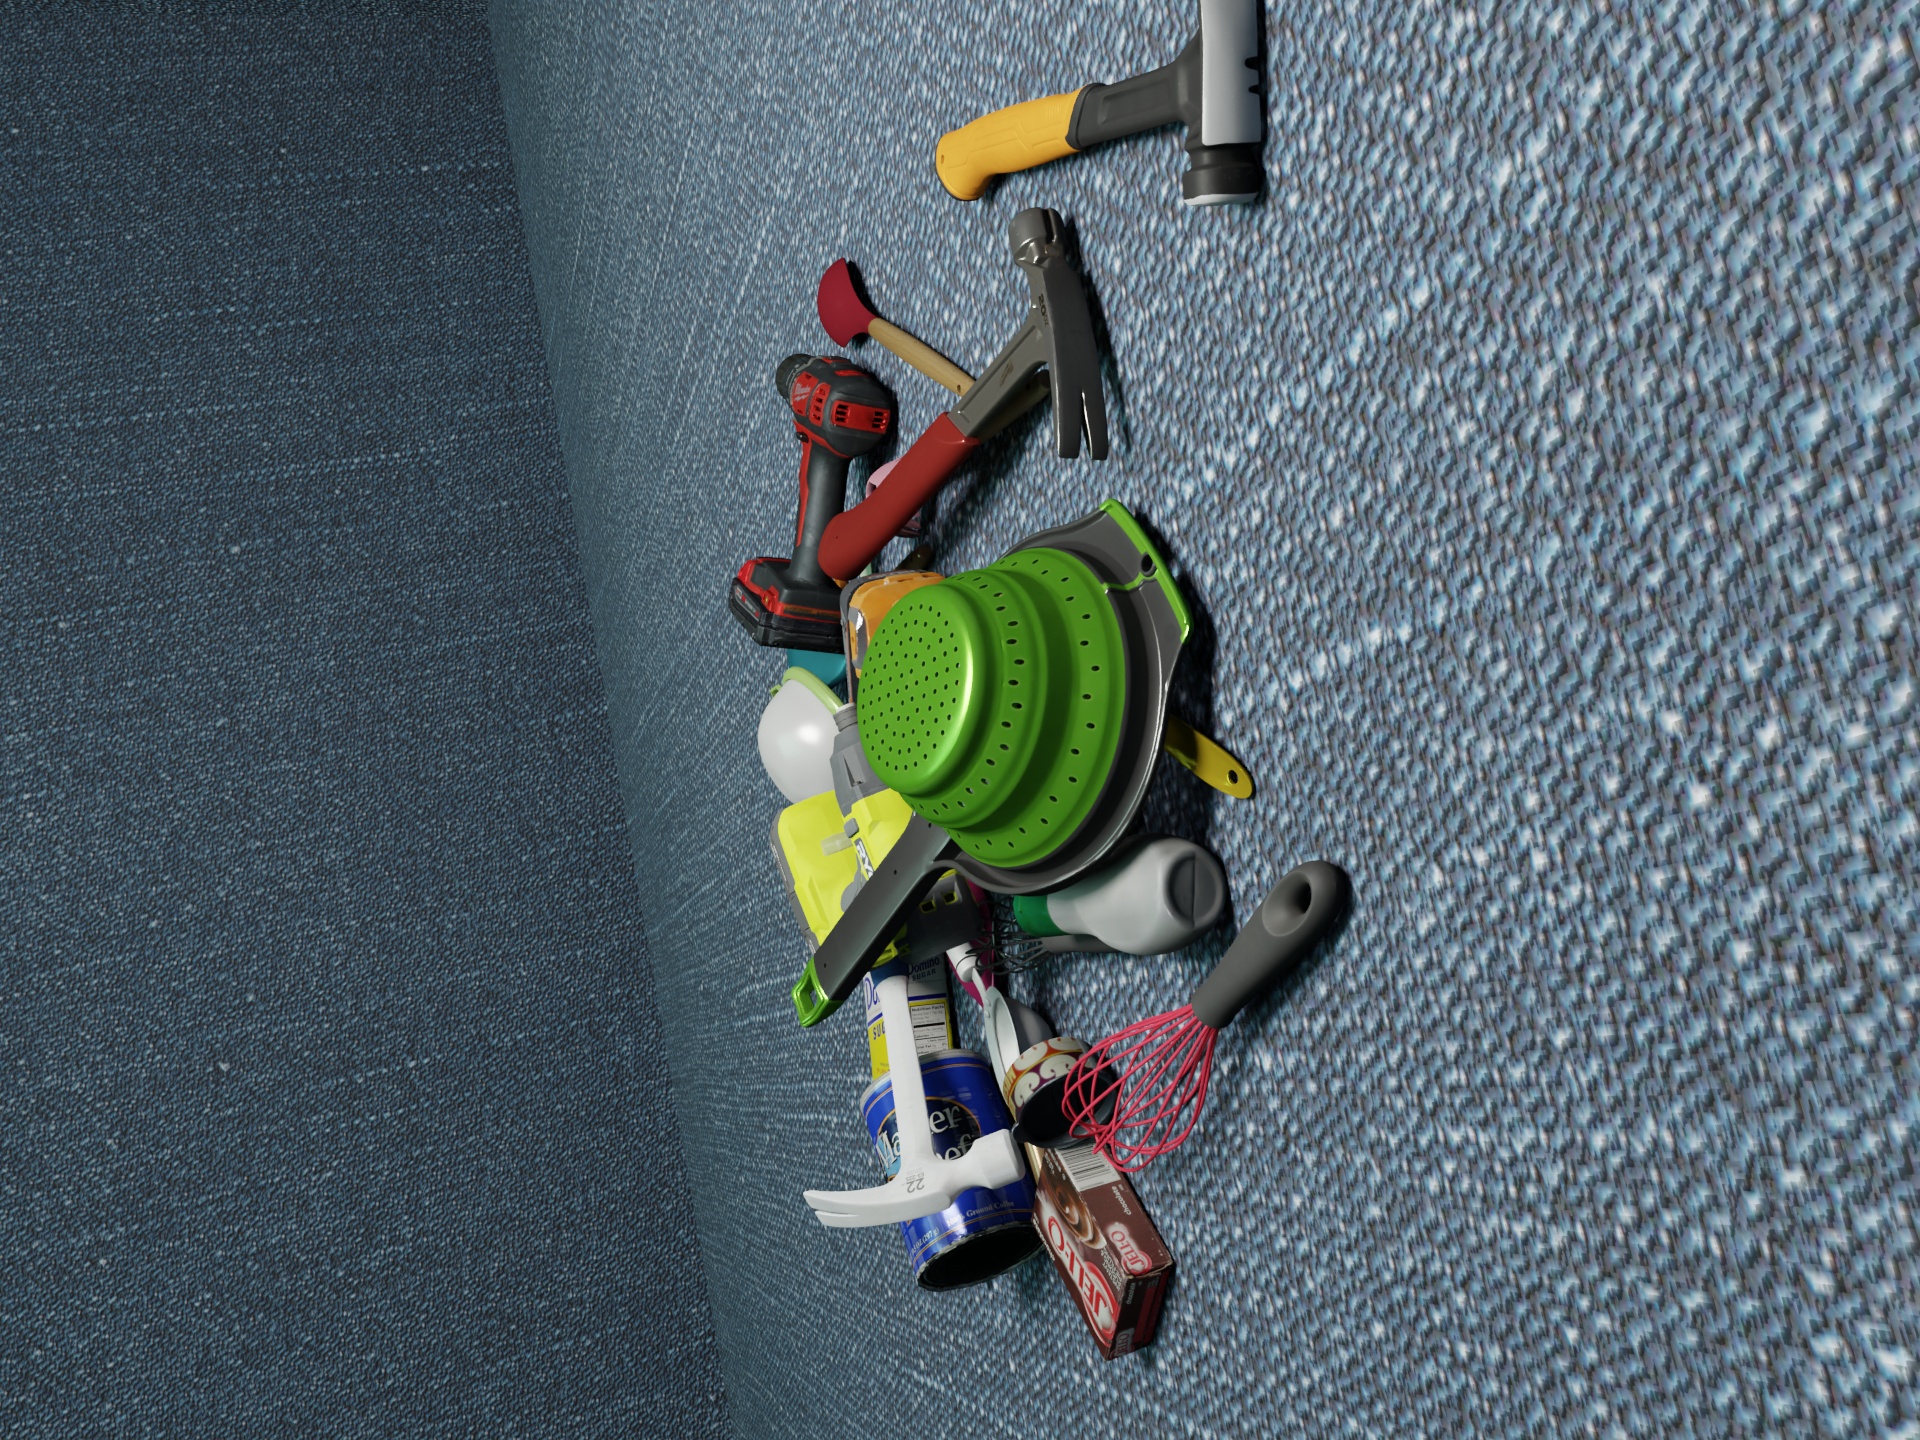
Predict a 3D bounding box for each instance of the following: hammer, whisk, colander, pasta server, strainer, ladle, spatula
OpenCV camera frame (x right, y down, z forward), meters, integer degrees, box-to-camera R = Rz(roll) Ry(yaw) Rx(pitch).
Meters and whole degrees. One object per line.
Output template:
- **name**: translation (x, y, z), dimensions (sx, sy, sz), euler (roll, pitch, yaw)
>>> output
- **hammer**: translation (0.056, -0.319, 0.827), dimensions (0.337, 0.034, 0.127), euler (-151, 54, -66)
- **whisk**: translation (0.121, 0.156, 0.817), dimensions (0.295, 0.073, 0.073), euler (116, 141, -48)
- **colander**: translation (-0.031, 0.045, 0.891), dimensions (0.397, 0.094, 0.205), euler (-54, 43, 32)
- **pasta server**: translation (-0.004, -0.180, 1.068), dimensions (0.316, 0.040, 0.060), euler (162, 99, -66)
- **strainer**: translation (0.012, 0.179, 1.120), dimensions (0.259, 0.050, 0.086), euler (-123, 26, -44)
- **hammer**: translation (-0.013, -0.159, 1.000), dimensions (0.359, 0.036, 0.149), euler (144, 122, -60)
- **ladle**: translation (-0.050, -0.278, 1.155), dimensions (0.316, 0.031, 0.069), euler (-132, 39, -55)
- **whisk**: translation (0.060, 0.131, 0.991), dimensions (0.239, 0.055, 0.055), euler (157, 104, -65)
- **spatula**: translation (-0.085, -0.085, 1.302), dimensions (0.317, 0.044, 0.082), euler (144, 119, -67)
- **strainer**: translation (-0.115, 0.024, 1.304), dimensions (0.151, 0.069, 0.256), euler (56, 163, 1)
- **hammer**: translation (-0.056, 0.207, 1.191), dimensions (0.406, 0.144, 0.035), euler (-105, -7, -57)

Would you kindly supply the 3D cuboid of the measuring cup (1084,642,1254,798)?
- **measuring cup**: translation (0.109, -0.004, 0.837), dimensions (0.157, 0.029, 0.062), euler (41, 133, 44)

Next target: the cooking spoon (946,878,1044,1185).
- **cooking spoon**: translation (0.037, 0.245, 1.134), dimensions (0.068, 0.017, 0.319), euler (-45, 54, 47)

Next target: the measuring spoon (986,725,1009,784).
- **measuring spoon**: translation (0.012, 0.053, 0.967), dimensions (0.034, 0.018, 0.124), euler (23, 128, 24)

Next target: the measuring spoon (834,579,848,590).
- **measuring spoon**: translation (-0.110, -0.164, 1.393), dimensions (0.021, 0.011, 0.117), euler (149, 114, -70)

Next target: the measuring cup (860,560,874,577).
- **measuring cup**: translation (-0.052, -0.082, 1.197), dimensions (0.083, 0.038, 0.167), euler (32, 132, 55)

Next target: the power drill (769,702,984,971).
- **power drill**: translation (-0.065, 0.090, 1.101), dimensions (0.171, 0.080, 0.223), euler (67, 159, 8)

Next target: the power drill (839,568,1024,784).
- **power drill**: translation (-0.002, -0.003, 1.060), dimensions (0.226, 0.084, 0.185), euler (-152, 54, -61)

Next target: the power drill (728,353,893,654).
- **power drill**: translation (-0.125, -0.184, 1.285), dimensions (0.188, 0.080, 0.226), euler (-135, 55, -59)
